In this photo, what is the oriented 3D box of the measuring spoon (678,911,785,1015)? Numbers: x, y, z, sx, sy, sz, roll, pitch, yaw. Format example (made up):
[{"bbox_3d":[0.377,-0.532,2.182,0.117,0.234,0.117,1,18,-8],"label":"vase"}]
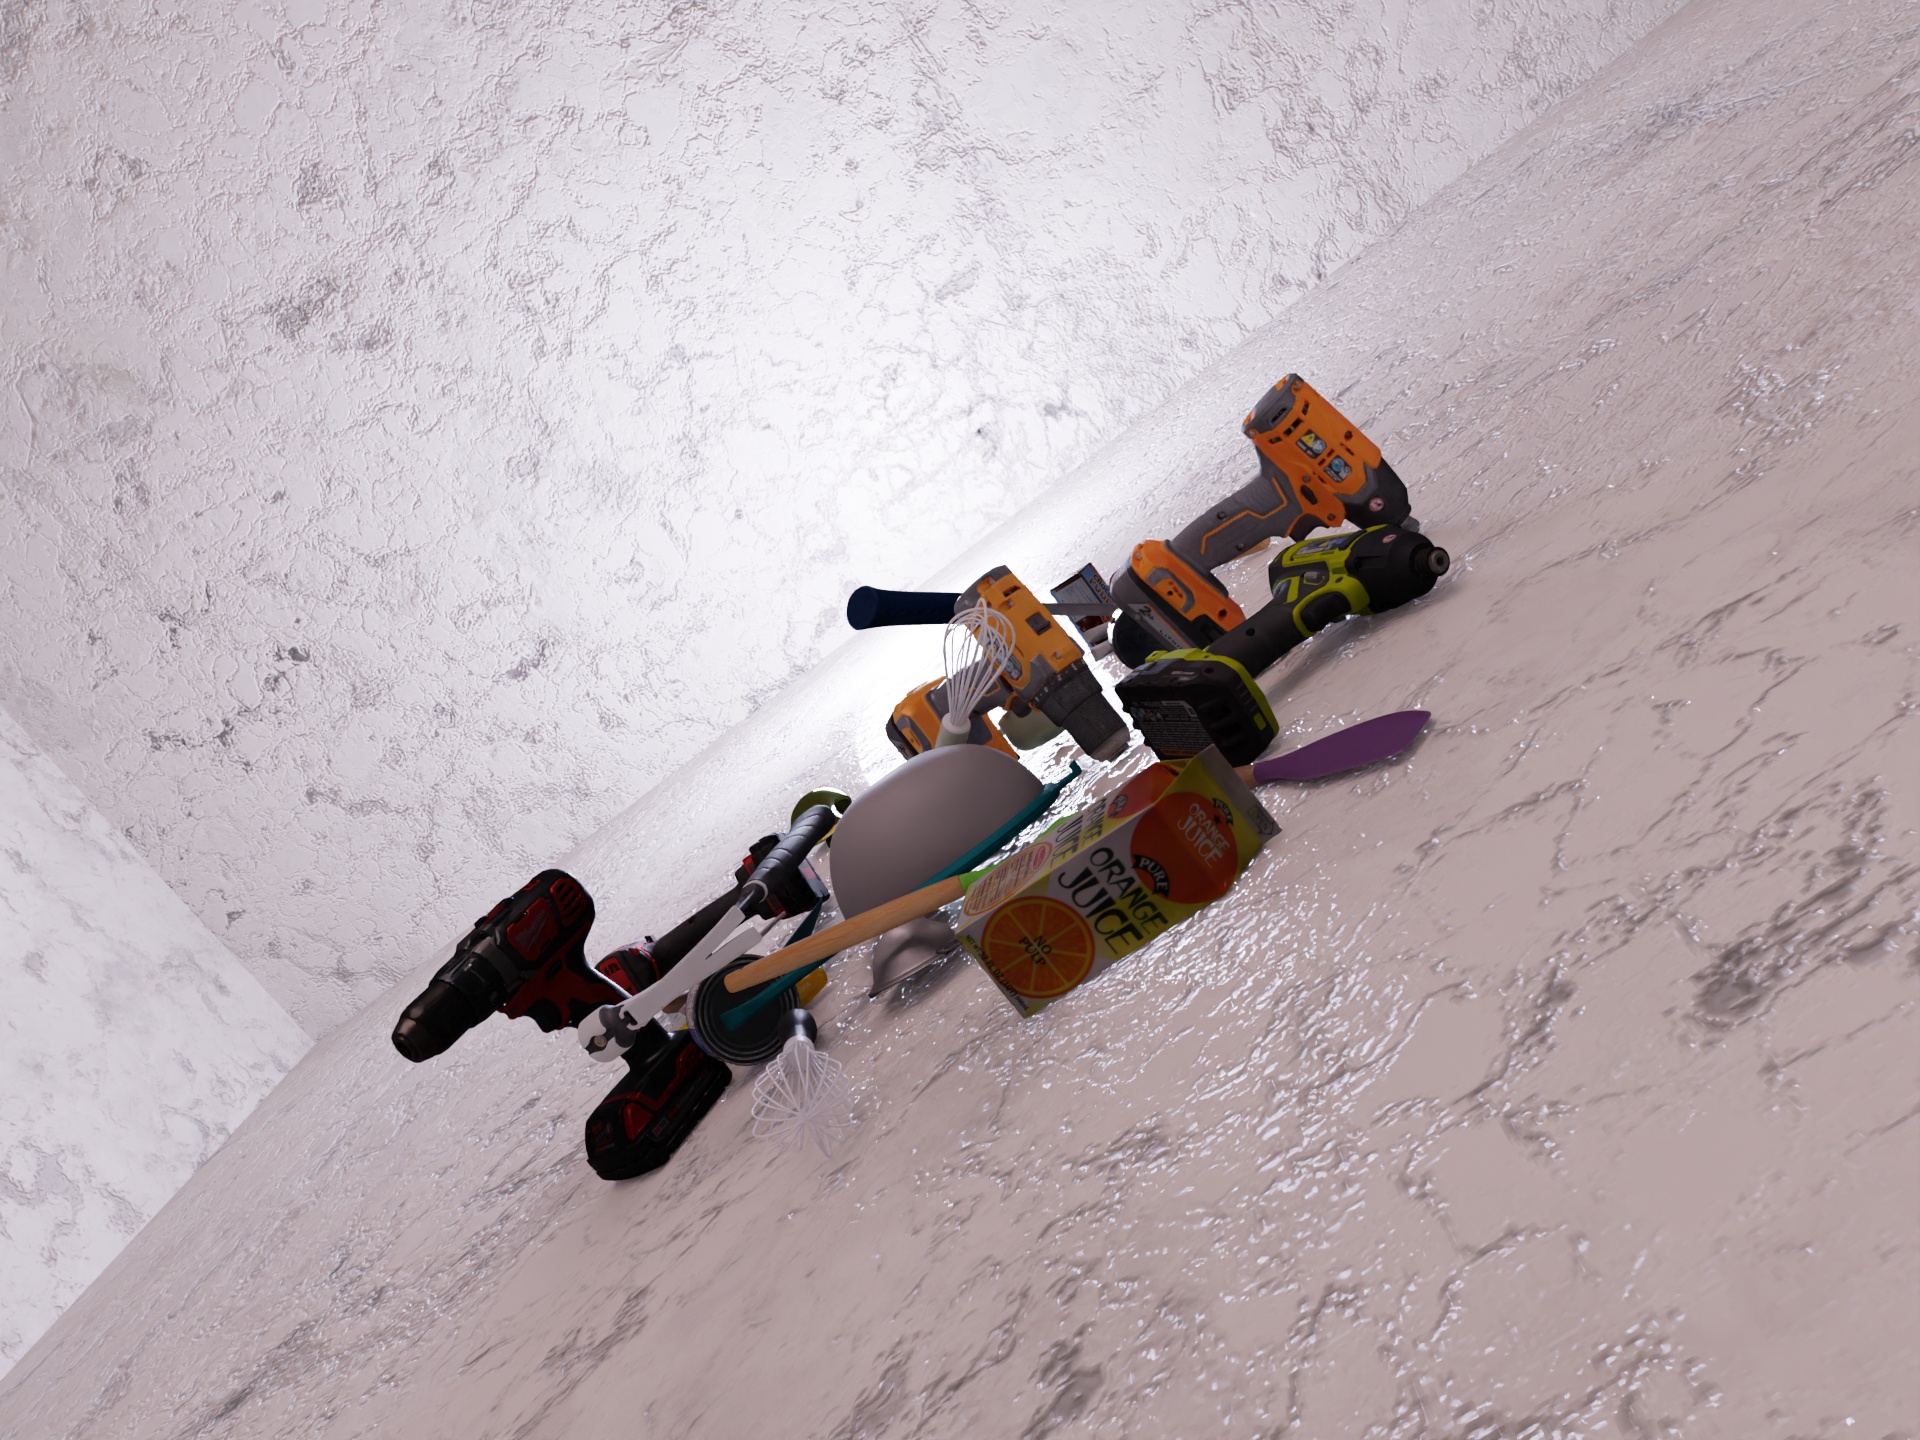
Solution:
[{"bbox_3d":[-0.194,0.214,1.383,0.124,0.018,0.034,-44,1,-12],"label":"measuring spoon"}]

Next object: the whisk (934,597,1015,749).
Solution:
[{"bbox_3d":[-0.002,-0.004,1.323,0.246,0.057,0.059,106,165,-45],"label":"whisk"}]

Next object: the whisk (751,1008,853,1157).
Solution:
[{"bbox_3d":[-0.111,0.235,1.093,0.070,0.070,0.284,-39,6,-4],"label":"whisk"}]

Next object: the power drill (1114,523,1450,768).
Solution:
[{"bbox_3d":[0.234,-0.060,1.141,0.223,0.080,0.171,-39,14,-18],"label":"power drill"}]

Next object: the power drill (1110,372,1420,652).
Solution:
[{"bbox_3d":[0.249,-0.144,1.289,0.226,0.164,0.084,-48,7,21],"label":"power drill"}]

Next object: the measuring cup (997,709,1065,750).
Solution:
[{"bbox_3d":[0.052,0.022,1.497,0.083,0.038,0.167,-22,-17,-45],"label":"measuring cup"}]

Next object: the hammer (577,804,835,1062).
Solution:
[{"bbox_3d":[-0.169,0.141,1.284,0.149,0.036,0.409,-38,4,18],"label":"hammer"}]

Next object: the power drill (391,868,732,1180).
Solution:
[{"bbox_3d":[-0.304,0.247,1.212,0.080,0.226,0.188,-29,14,43],"label":"power drill"}]

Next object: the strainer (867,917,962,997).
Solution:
[{"bbox_3d":[0.010,0.149,1.106,0.258,0.050,0.087,-23,4,44],"label":"strainer"}]

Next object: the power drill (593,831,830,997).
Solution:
[{"bbox_3d":[-0.239,0.197,1.510,0.219,0.078,0.143,-34,-5,0],"label":"power drill"}]

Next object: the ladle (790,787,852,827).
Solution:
[{"bbox_3d":[-0.110,0.118,1.649,0.078,0.062,0.320,-39,17,-13],"label":"ladle"}]

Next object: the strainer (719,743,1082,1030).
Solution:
[{"bbox_3d":[-0.073,0.110,1.239,0.340,0.095,0.211,-34,0,-35],"label":"strainer"}]

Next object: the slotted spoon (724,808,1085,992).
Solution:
[{"bbox_3d":[-0.023,0.126,1.117,0.314,0.031,0.070,-23,4,4],"label":"slotted spoon"}]

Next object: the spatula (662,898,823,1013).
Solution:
[{"bbox_3d":[-0.210,0.234,1.455,0.317,0.044,0.082,-27,21,51],"label":"spatula"}]

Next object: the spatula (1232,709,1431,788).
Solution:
[{"bbox_3d":[0.181,0.038,1.049,0.060,0.018,0.316,-43,13,-35],"label":"spatula"}]

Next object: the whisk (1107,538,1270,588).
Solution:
[{"bbox_3d":[0.229,-0.157,1.656,0.245,0.047,0.051,-18,35,51],"label":"whisk"}]

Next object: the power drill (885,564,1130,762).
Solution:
[{"bbox_3d":[0.042,-0.003,1.369,0.084,0.185,0.226,-33,-12,-37],"label":"power drill"}]

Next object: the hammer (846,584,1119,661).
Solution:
[{"bbox_3d":[0.056,-0.100,1.471,0.405,0.035,0.144,-4,-25,-45],"label":"hammer"}]

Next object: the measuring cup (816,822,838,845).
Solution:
[{"bbox_3d":[-0.081,0.096,1.565,0.156,0.029,0.062,-30,14,-20],"label":"measuring cup"}]
